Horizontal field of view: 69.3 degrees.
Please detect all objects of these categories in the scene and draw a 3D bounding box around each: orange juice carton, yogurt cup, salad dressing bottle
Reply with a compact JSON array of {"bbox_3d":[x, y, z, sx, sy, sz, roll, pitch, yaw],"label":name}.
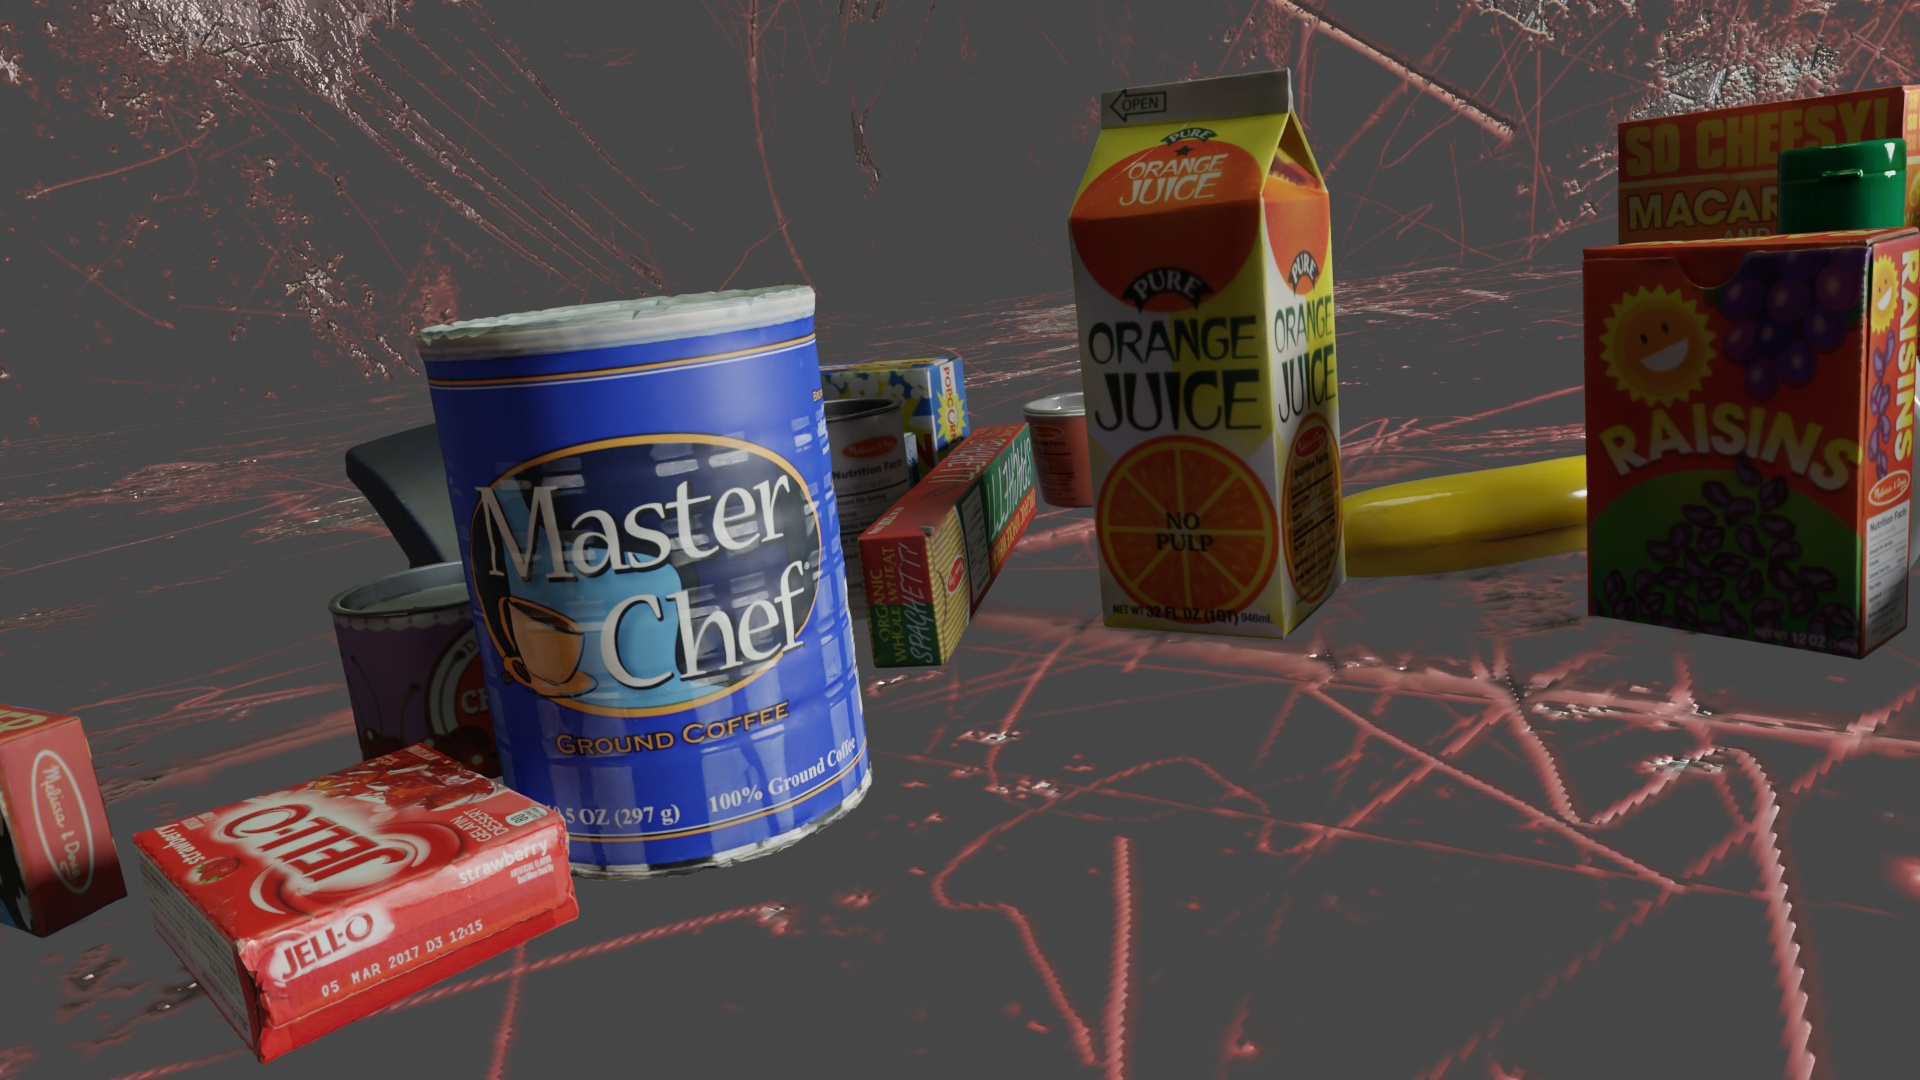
[{"bbox_3d":[0.091,-0.068,0.503,0.072,0.192,0.073,2,15,32],"label":"orange juice carton"},{"bbox_3d":[0.069,-0.049,0.744,0.072,0.053,0.072,-6,13,1],"label":"yogurt cup"},{"bbox_3d":[0.299,-0.060,0.474,0.064,0.147,0.044,2,15,33],"label":"salad dressing bottle"}]

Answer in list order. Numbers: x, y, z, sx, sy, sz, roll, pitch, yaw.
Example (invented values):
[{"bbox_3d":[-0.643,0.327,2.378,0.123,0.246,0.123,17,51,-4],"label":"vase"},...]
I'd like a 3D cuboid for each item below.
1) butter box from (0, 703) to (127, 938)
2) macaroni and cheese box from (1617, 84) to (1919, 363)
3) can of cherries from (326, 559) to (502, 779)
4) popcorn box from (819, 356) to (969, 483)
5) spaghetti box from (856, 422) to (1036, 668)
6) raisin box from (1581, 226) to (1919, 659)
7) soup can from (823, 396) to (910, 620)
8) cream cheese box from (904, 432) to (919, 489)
[{"bbox_3d":[-0.271,0.071,0.378,0.103,0.053,0.024,2,15,32],"label":"butter box"},{"bbox_3d":[0.361,-0.110,0.622,0.040,0.166,0.124,-14,15,-32],"label":"macaroni and cheese box"},{"bbox_3d":[-0.161,0.041,0.446,0.071,0.058,0.071,-6,13,1],"label":"can of cherries"},{"bbox_3d":[-0.059,-0.051,0.741,0.126,0.085,0.038,0,14,26],"label":"popcorn box"},{"bbox_3d":[0.002,-0.008,0.602,0.029,0.050,0.251,-4,13,12],"label":"spaghetti box"},{"bbox_3d":[0.244,-0.033,0.435,0.040,0.123,0.086,-14,15,-33],"label":"raisin box"},{"bbox_3d":[-0.054,-0.014,0.583,0.071,0.083,0.071,-6,12,1],"label":"soup can"},{"bbox_3d":[-0.070,-0.026,0.710,0.104,0.053,0.024,0,14,27],"label":"cream cheese box"}]
